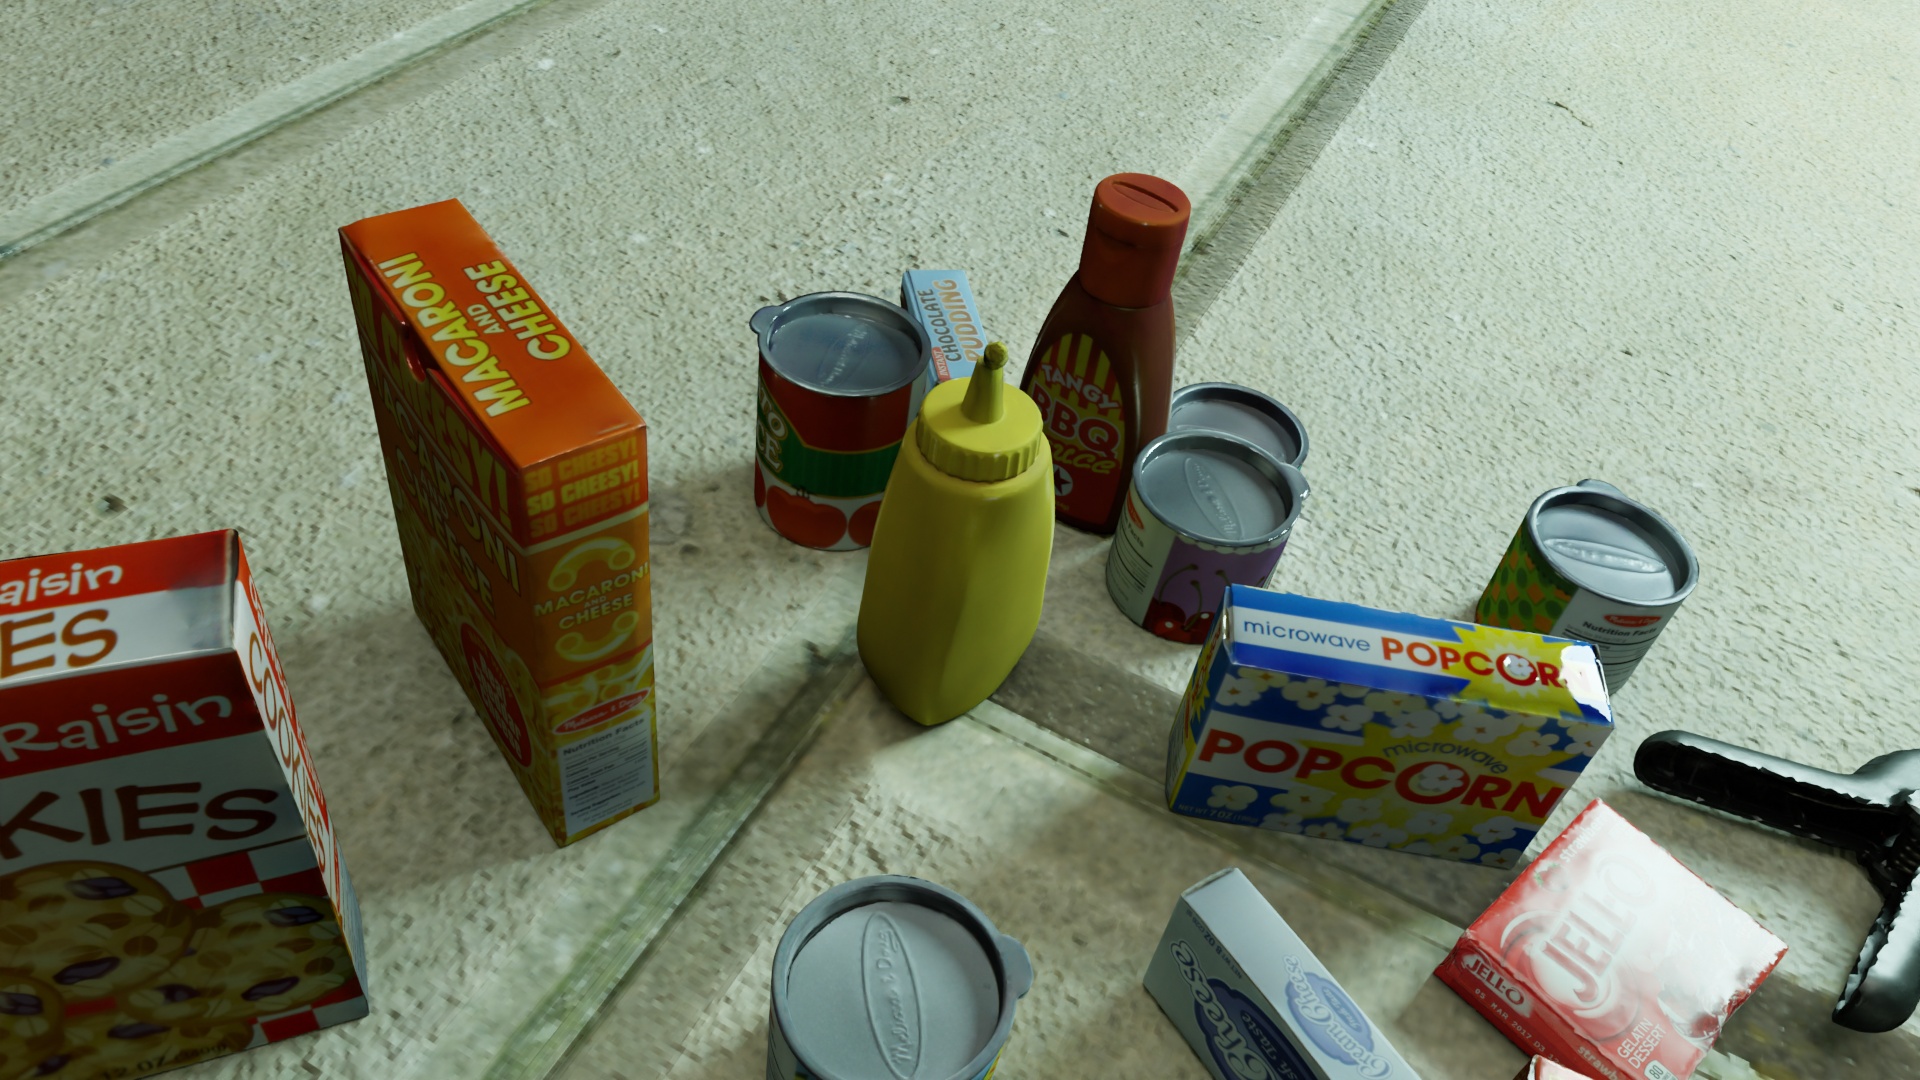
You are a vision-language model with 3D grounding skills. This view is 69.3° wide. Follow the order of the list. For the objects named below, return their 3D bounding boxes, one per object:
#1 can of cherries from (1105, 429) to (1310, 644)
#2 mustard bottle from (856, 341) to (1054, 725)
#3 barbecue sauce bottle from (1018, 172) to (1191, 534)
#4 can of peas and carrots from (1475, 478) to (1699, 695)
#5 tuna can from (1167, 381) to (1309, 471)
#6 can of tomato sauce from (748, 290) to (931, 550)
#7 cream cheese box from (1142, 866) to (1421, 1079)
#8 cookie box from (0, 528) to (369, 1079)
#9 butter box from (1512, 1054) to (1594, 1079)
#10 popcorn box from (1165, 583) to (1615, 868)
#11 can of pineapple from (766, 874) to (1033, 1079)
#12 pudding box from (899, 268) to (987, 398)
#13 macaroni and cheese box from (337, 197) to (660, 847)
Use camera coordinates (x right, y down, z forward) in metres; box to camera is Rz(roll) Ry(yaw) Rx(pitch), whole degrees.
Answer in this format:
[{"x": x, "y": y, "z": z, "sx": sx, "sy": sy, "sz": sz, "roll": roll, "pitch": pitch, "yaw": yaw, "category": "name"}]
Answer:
[{"x": 0.098, "y": -0.001, "z": 0.553, "sx": 0.071, "sy": 0.058, "sz": 0.072, "roll": 5, "pitch": 44, "yaw": -5, "category": "can of cherries"}, {"x": 0.002, "y": -0.006, "z": 0.468, "sx": 0.049, "sy": 0.159, "sz": 0.065, "roll": 38, "pitch": 50, "yaw": 26, "category": "mustard bottle"}, {"x": 0.058, "y": -0.073, "z": 0.555, "sx": 0.065, "sy": 0.147, "sz": 0.044, "roll": 31, "pitch": 47, "yaw": 20, "category": "barbecue sauce bottle"}, {"x": 0.249, "y": 0.019, "z": 0.559, "sx": 0.071, "sy": 0.058, "sz": 0.071, "roll": 5, "pitch": 44, "yaw": -5, "category": "can of peas and carrots"}, {"x": 0.116, "y": -0.036, "z": 0.610, "sx": 0.071, "sy": 0.032, "sz": 0.071, "roll": 5, "pitch": 44, "yaw": -5, "category": "tuna can"}, {"x": -0.051, "y": -0.047, "z": 0.556, "sx": 0.071, "sy": 0.082, "sz": 0.071, "roll": 5, "pitch": 44, "yaw": -5, "category": "can of tomato sauce"}, {"x": 0.098, "y": 0.151, "z": 0.400, "sx": 0.024, "sy": 0.053, "sz": 0.104, "roll": -20, "pitch": 51, "yaw": -28, "category": "cream cheese box"}, {"x": -0.224, "y": 0.076, "z": 0.337, "sx": 0.123, "sy": 0.166, "sz": 0.040, "roll": -10, "pitch": 47, "yaw": -20, "category": "cookie box"}, {"x": 0.198, "y": 0.185, "z": 0.383, "sx": 0.103, "sy": 0.052, "sz": 0.024, "roll": 22, "pitch": 45, "yaw": 12, "category": "butter box"}, {"x": 0.141, "y": 0.065, "z": 0.474, "sx": 0.127, "sy": 0.084, "sz": 0.038, "roll": 9, "pitch": 44, "yaw": -1, "category": "popcorn box"}, {"x": -0.019, "y": 0.138, "z": 0.389, "sx": 0.071, "sy": 0.057, "sz": 0.071, "roll": 5, "pitch": 44, "yaw": -5, "category": "can of pineapple"}, {"x": -0.008, "y": -0.079, "z": 0.620, "sx": 0.030, "sy": 0.049, "sz": 0.084, "roll": -3, "pitch": 45, "yaw": -13, "category": "pudding box"}, {"x": -0.141, "y": -0.001, "z": 0.433, "sx": 0.040, "sy": 0.165, "sz": 0.124, "roll": -24, "pitch": 53, "yaw": -30, "category": "macaroni and cheese box"}]
